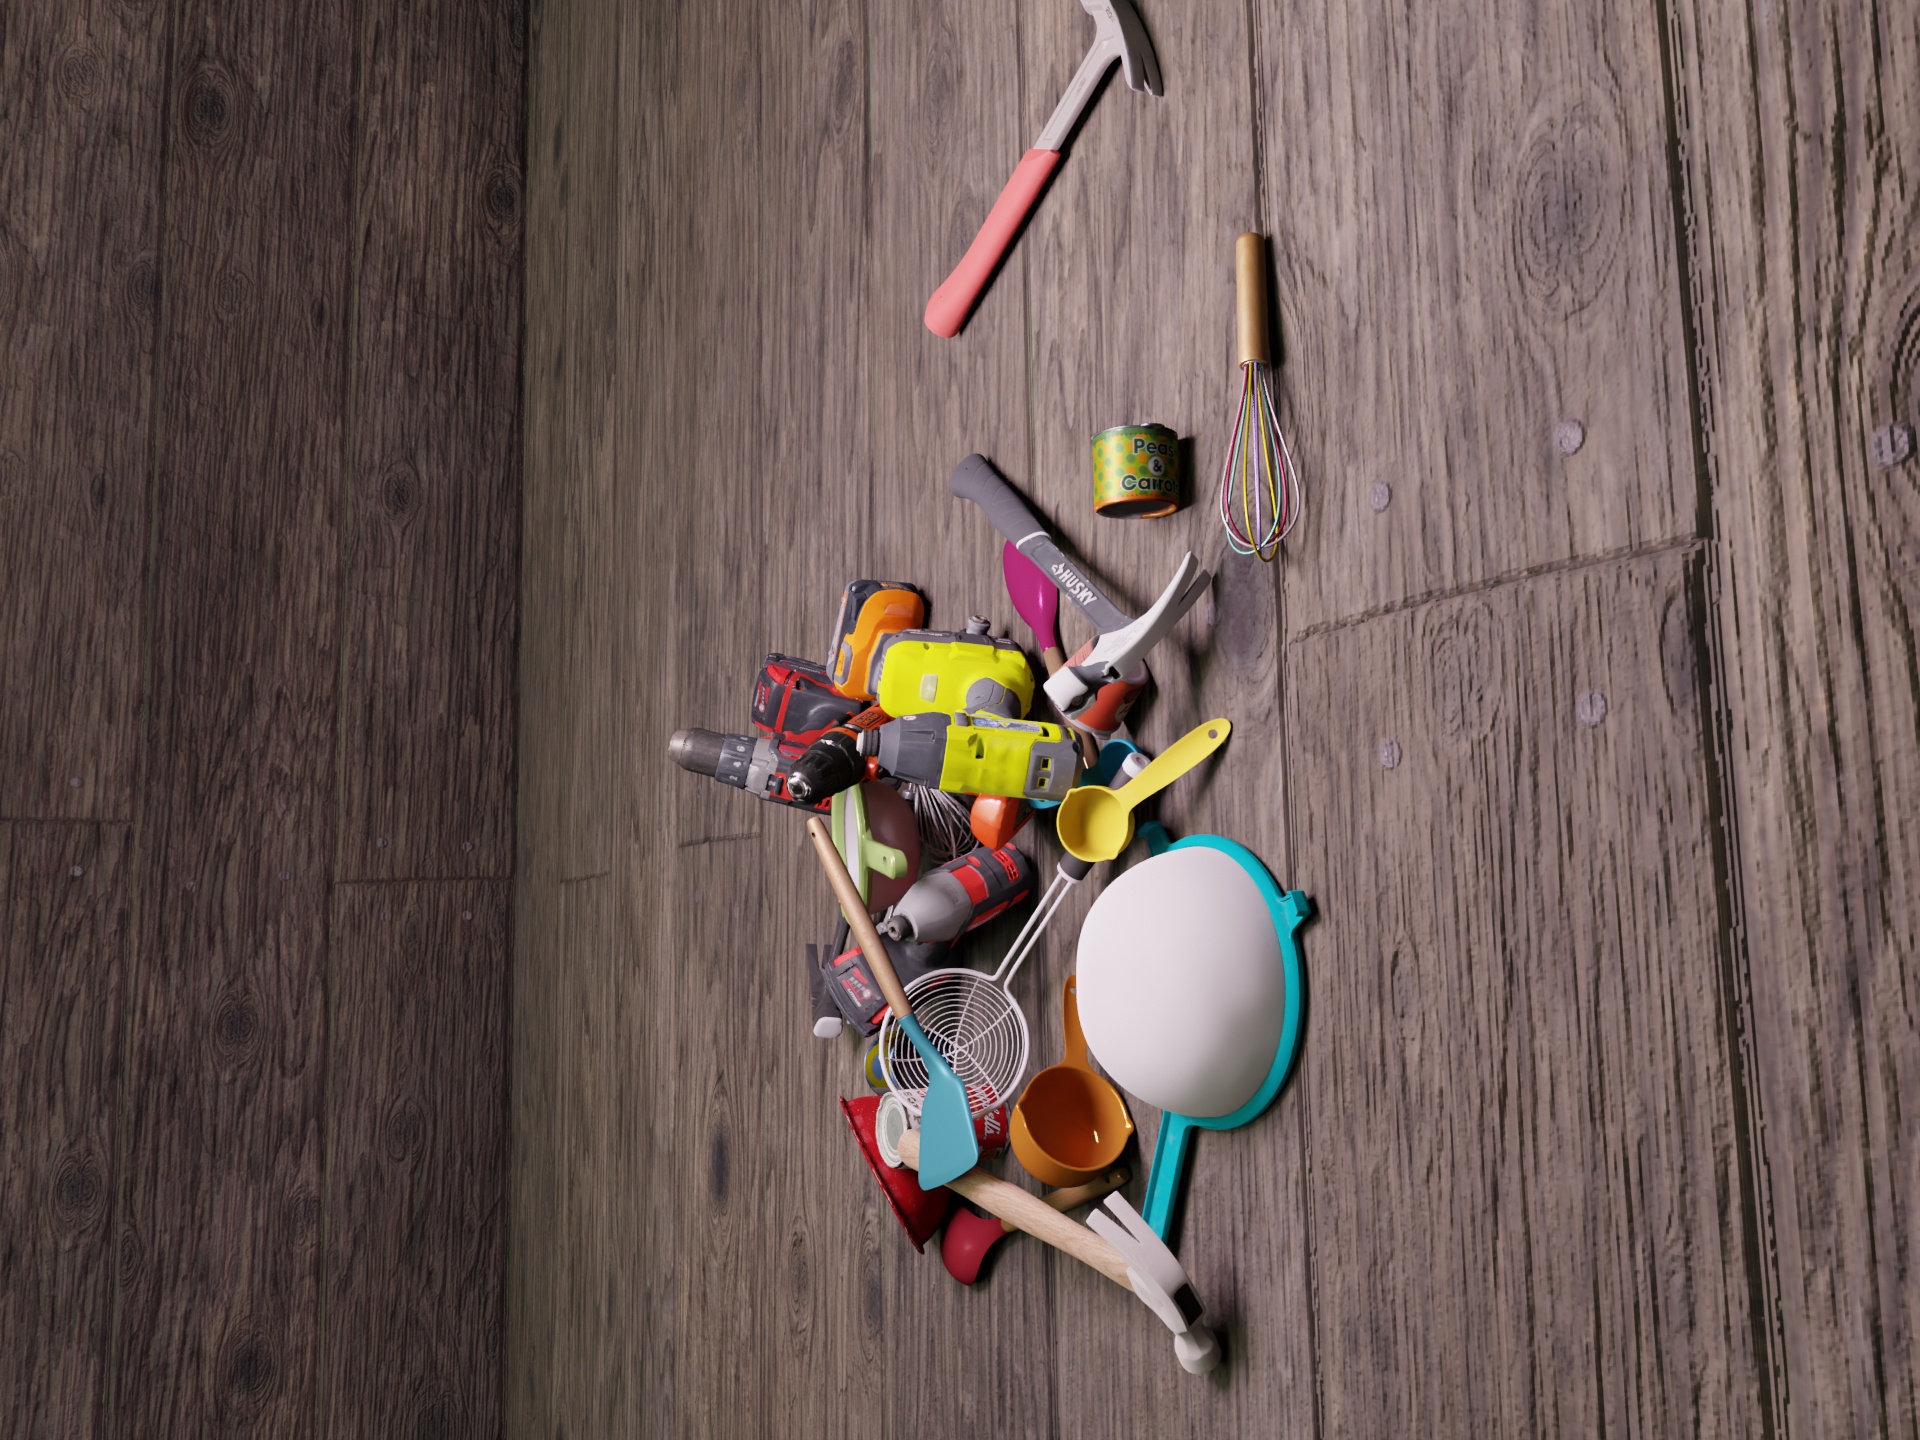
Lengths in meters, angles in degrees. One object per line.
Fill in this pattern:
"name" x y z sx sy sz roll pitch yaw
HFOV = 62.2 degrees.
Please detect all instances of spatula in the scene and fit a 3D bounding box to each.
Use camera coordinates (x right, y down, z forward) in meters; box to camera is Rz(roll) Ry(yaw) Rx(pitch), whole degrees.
"spatula" -0.063 0.222 1.306 0.082 0.044 0.318 -40 71 43

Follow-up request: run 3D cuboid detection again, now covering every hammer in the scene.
"hammer" 0.060 -0.470 1.415 0.359 0.036 0.149 -51 44 47
"hammer" -0.108 0.164 1.611 0.127 0.034 0.336 -103 24 -51
"hammer" 0.057 0.379 1.219 0.331 0.031 0.130 11 131 51
"hammer" 0.071 -0.145 1.320 0.149 0.036 0.409 -40 33 5

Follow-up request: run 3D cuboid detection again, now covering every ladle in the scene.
"ladle" 0.055 0.423 1.352 0.315 0.031 0.069 -44 50 50

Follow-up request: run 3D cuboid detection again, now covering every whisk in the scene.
"whisk" -0.038 0.055 1.540 0.247 0.059 0.057 -117 12 -49
"whisk" 0.207 -0.227 1.116 0.051 0.047 0.245 -24 62 61

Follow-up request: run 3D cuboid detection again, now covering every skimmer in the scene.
"skimmer" 0.049 0.176 1.276 0.127 0.090 0.363 38 122 14

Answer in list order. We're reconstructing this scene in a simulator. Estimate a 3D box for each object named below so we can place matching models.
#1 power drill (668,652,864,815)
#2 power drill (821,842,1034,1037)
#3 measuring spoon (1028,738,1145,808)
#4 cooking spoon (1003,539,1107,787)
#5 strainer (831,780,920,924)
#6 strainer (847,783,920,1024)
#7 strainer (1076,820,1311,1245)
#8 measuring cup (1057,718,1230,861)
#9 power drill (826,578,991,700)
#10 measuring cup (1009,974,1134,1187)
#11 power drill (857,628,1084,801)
"power drill" -0.188 0.013 1.619 0.227 0.188 0.080 -86 12 -65
"power drill" -0.035 0.194 1.416 0.079 0.143 0.219 55 141 15
"measuring spoon" 0.103 0.046 1.276 0.128 0.021 0.042 -25 84 45
"cooking spoon" 0.084 -0.038 1.345 0.068 0.017 0.319 -51 45 44
"strainer" -0.060 0.112 1.404 0.256 0.069 0.151 -176 83 -75
"strainer" -0.066 0.180 1.586 0.087 0.050 0.258 -162 82 -73
"strainer" 0.133 0.249 1.146 0.211 0.095 0.340 25 108 60
"measuring cup" 0.141 0.048 1.184 0.156 0.029 0.062 -38 74 17
"power drill" -0.040 -0.056 1.519 0.227 0.084 0.164 44 125 50
"measuring cup" 0.084 0.288 1.270 0.052 0.095 0.174 113 165 -46
"power drill" -0.002 -0.004 1.300 0.223 0.171 0.080 -106 24 -69
